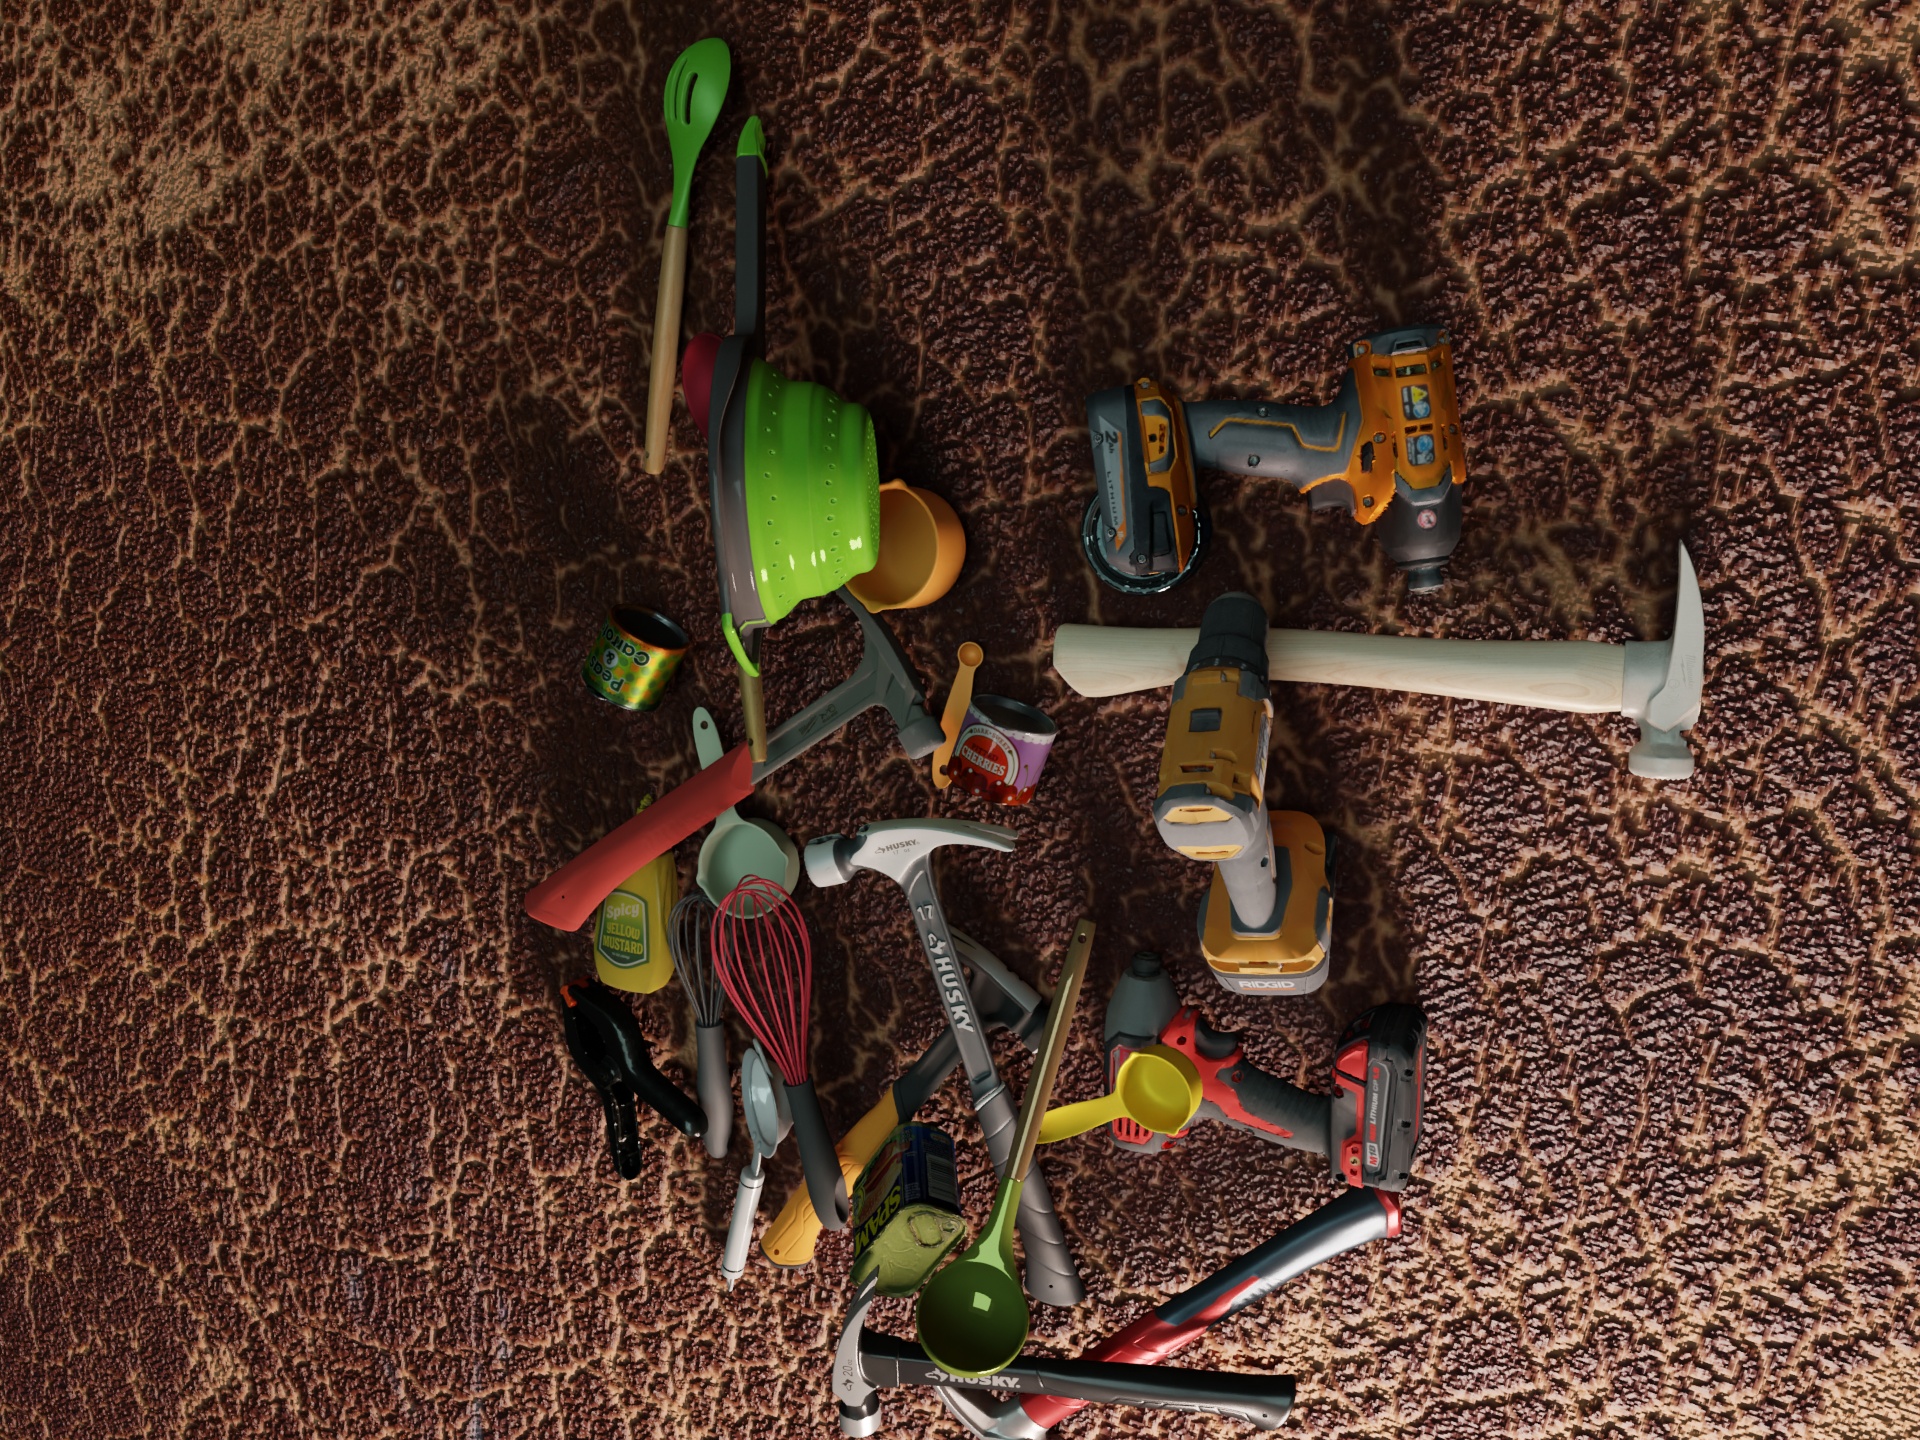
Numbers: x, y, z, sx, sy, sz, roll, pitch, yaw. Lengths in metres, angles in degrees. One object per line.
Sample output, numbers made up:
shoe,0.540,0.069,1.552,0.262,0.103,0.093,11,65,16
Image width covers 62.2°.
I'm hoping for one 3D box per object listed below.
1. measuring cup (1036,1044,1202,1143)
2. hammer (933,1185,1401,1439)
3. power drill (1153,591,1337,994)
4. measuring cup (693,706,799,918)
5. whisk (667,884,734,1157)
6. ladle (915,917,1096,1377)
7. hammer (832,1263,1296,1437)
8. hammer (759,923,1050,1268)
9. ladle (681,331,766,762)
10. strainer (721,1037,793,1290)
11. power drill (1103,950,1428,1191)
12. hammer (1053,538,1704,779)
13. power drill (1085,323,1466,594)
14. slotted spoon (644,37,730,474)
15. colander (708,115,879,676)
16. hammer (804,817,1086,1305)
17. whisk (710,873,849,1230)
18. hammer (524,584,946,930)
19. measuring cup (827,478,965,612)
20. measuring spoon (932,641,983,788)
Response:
measuring cup,0.103,0.267,1.110,0.156,0.029,0.062,-30,86,39
hammer,0.152,0.429,1.165,0.386,0.038,0.143,-41,103,21
power drill,0.183,0.047,1.010,0.084,0.185,0.226,-4,138,23
measuring cup,-0.173,0.069,1.235,0.083,0.038,0.167,-16,89,22
whisk,-0.201,0.245,1.274,0.055,0.055,0.239,4,107,20
ladle,0.043,0.292,1.099,0.078,0.062,0.320,16,87,8
hammer,0.072,0.473,1.153,0.335,0.035,0.146,3,117,7
hammer,-0.065,0.307,1.241,0.127,0.034,0.336,40,112,8
ladle,-0.164,-0.126,1.162,0.069,0.031,0.315,-10,86,43
strainer,-0.166,0.362,1.288,0.087,0.050,0.258,47,130,52
power drill,0.205,0.239,1.103,0.220,0.078,0.143,4,103,23
hammer,0.261,-0.049,1.041,0.411,0.038,0.146,4,101,21
power drill,0.200,-0.149,0.997,0.226,0.084,0.164,-8,93,7
slotted spoon,-0.209,-0.335,1.165,0.070,0.031,0.313,28,116,44
colander,-0.105,-0.231,1.072,0.094,0.204,0.397,-2,75,2
hammer,0.021,0.255,1.159,0.149,0.036,0.408,-14,107,16
whisk,-0.129,0.255,1.204,0.073,0.073,0.295,-8,104,22
hammer,-0.190,0.044,1.198,0.359,0.036,0.149,-33,82,15
measuring cup,-0.073,-0.134,1.148,0.174,0.052,0.095,19,103,31
measuring spoon,-0.002,-0.004,1.167,0.021,0.011,0.117,19,111,16
